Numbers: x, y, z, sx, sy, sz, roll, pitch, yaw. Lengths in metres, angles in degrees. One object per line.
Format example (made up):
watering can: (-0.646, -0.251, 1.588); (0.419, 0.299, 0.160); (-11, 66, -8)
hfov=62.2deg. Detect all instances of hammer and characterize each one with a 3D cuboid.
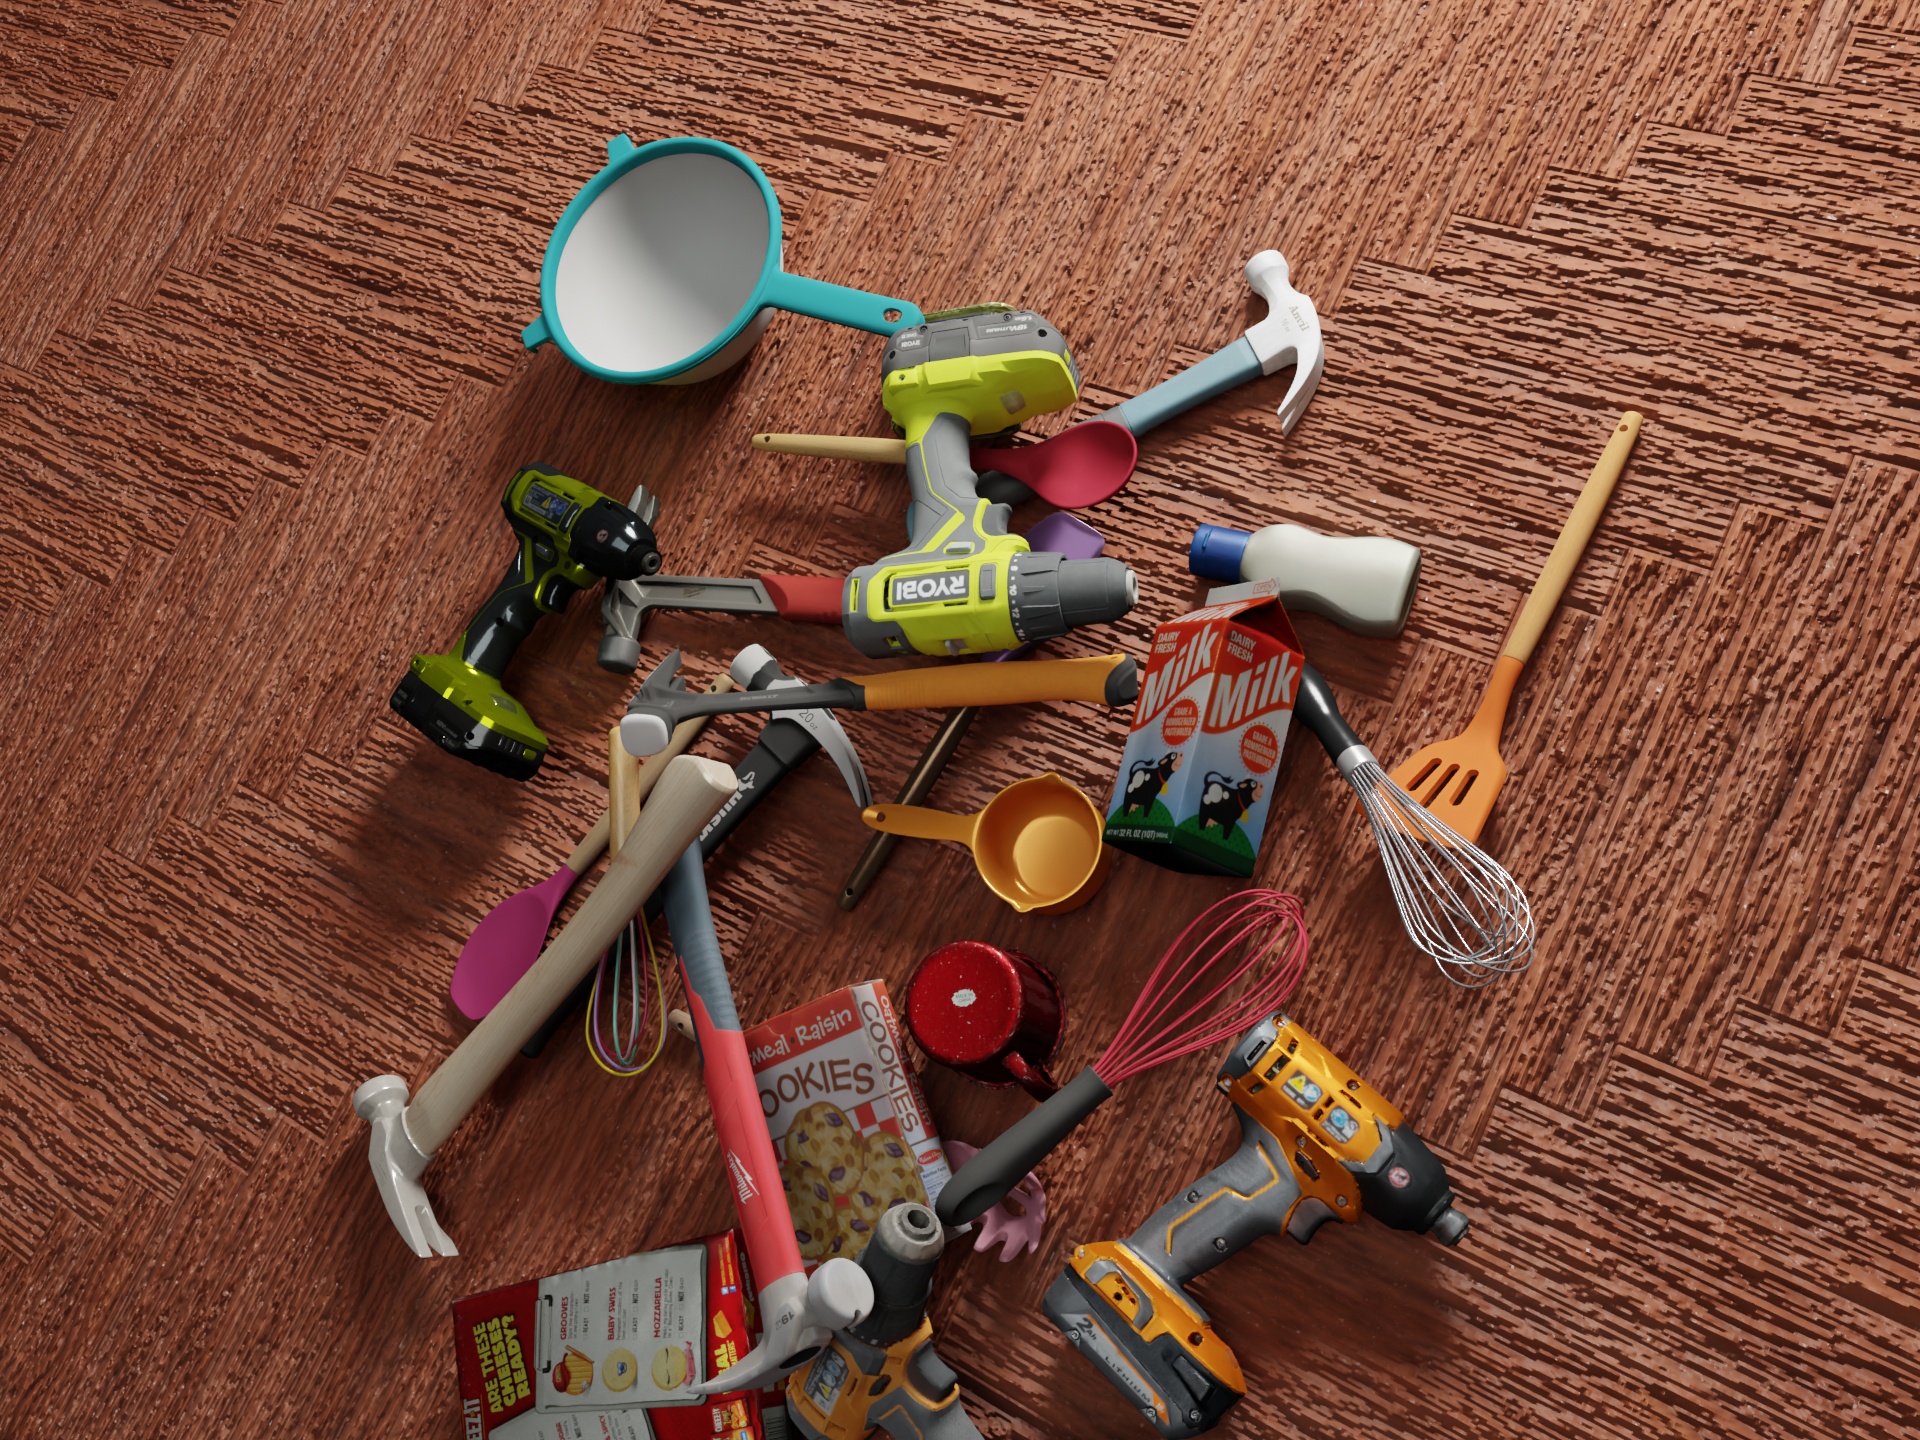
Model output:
hammer: (-0.050, -0.021, 1.068); (0.337, 0.127, 0.034); (-3, 112, 5)
hammer: (0.107, -0.210, 1.148); (0.331, 0.033, 0.128); (-27, 65, 10)
hammer: (-0.104, -0.099, 1.186); (0.359, 0.036, 0.149); (4, 75, 21)
hammer: (-0.279, 0.187, 1.085); (0.410, 0.038, 0.146); (-49, 55, 17)
hammer: (-0.161, 0.224, 1.023); (0.143, 0.038, 0.387); (-42, 52, 28)
hammer: (-0.207, 0.114, 1.147); (0.146, 0.035, 0.335); (43, 93, 16)

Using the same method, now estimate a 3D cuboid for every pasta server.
pasta server: (-0.076, 0.263, 1.057); (0.316, 0.040, 0.060); (21, 99, 25)

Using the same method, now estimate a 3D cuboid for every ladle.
ladle: (-0.017, -0.192, 1.156); (0.315, 0.031, 0.069); (9, 72, 25)

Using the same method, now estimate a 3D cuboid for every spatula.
spatula: (-0.002, -0.004, 1.102); (0.060, 0.018, 0.316); (33, 95, 18)
spatula: (0.358, -0.062, 1.006); (0.081, 0.041, 0.322); (21, 79, 42)

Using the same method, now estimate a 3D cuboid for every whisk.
whisk: (0.101, 0.208, 0.976); (0.296, 0.073, 0.073); (-39, 64, -7)
whisk: (0.253, 0.048, 0.957); (0.070, 0.070, 0.285); (-32, 41, 7)
whisk: (-0.238, 0.124, 1.114); (0.047, 0.051, 0.245); (-8, 77, 19)

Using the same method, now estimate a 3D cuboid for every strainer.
strainer: (-0.167, -0.331, 1.252); (0.340, 0.095, 0.211); (19, 83, 22)

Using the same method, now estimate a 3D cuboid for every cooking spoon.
cooking spoon: (-0.274, 0.092, 1.194); (0.069, 0.017, 0.319); (38, 89, 33)

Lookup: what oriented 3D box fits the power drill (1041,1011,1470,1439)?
power drill: (0.175, 0.307, 0.932); (0.164, 0.084, 0.226); (39, 85, 25)

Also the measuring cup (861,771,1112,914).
measuring cup: (0.019, 0.081, 1.076); (0.174, 0.052, 0.095); (7, 76, 23)

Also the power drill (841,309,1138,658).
power drill: (0.023, -0.153, 1.064); (0.190, 0.080, 0.229); (-4, 69, 17)

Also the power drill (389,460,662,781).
power drill: (-0.325, -0.075, 1.213); (0.171, 0.080, 0.223); (29, 88, 38)

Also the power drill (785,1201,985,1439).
power drill: (0.005, 0.404, 0.924); (0.226, 0.084, 0.185); (36, 121, 26)
